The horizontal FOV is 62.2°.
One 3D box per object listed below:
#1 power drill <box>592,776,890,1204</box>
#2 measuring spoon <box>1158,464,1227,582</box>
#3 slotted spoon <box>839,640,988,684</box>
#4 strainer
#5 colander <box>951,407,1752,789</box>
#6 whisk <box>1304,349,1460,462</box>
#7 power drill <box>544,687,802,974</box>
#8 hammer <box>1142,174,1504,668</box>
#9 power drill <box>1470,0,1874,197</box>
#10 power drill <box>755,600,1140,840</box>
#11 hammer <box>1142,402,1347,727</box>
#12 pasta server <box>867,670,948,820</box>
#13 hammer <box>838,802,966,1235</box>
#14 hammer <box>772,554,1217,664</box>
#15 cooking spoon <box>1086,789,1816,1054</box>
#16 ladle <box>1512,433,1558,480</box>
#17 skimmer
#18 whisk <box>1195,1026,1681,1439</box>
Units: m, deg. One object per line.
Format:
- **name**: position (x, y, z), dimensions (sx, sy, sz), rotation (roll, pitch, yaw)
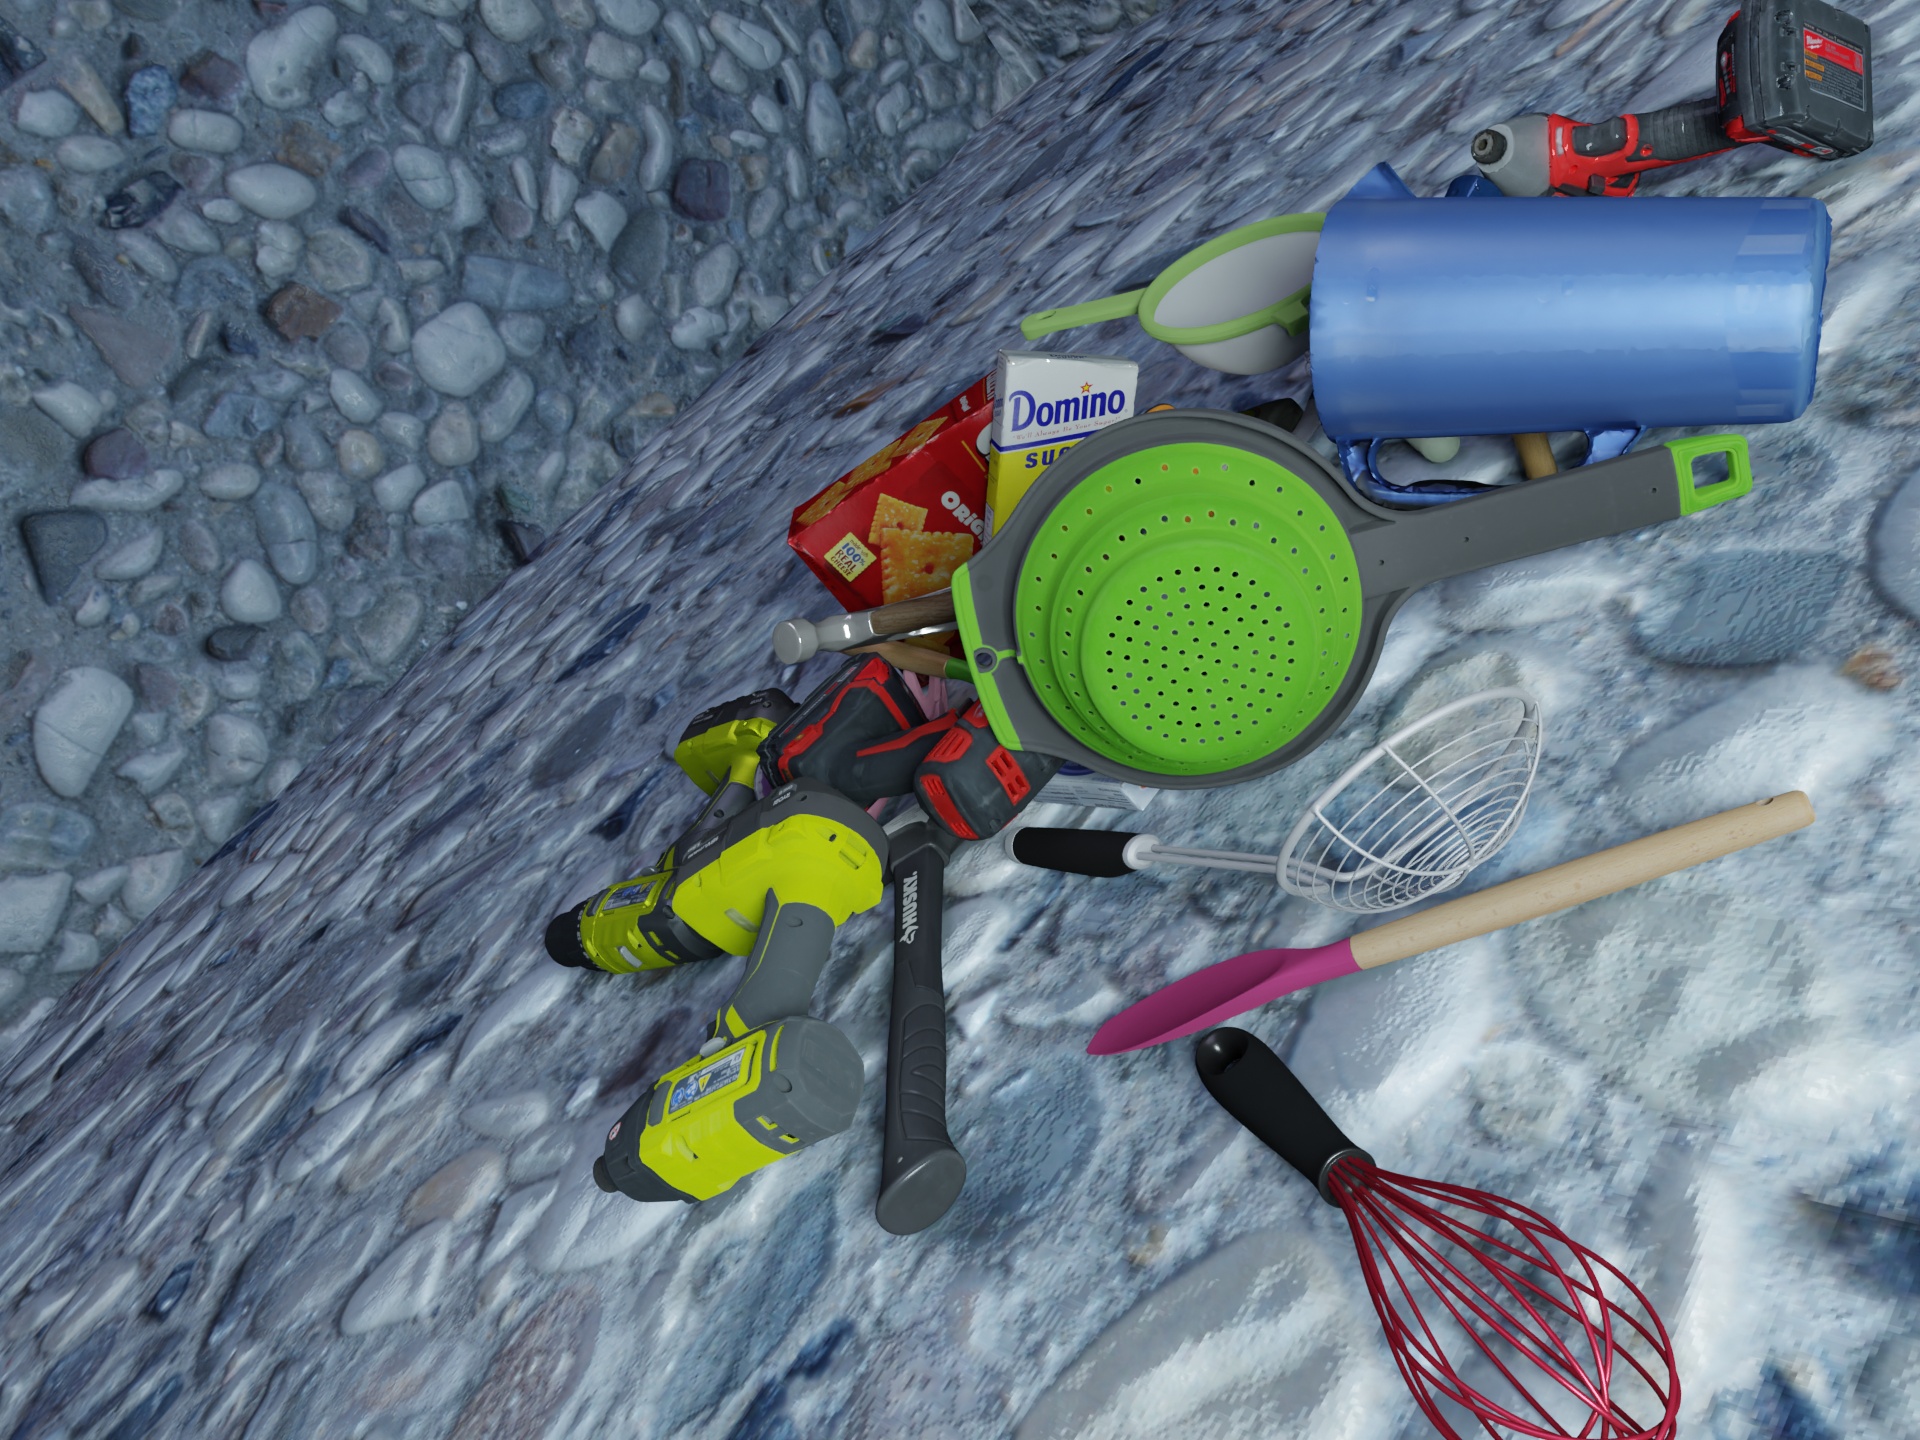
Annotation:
- **power drill**: position (-0.120, 0.151, 0.873), dimensions (0.171, 0.080, 0.223), rotation (-31, 31, 29)
- **measuring spoon**: position (0.169, -0.146, 1.106), dimensions (0.124, 0.018, 0.034), rotation (-61, 25, 8)
- **slotted spoon**: position (-0.022, -0.043, 1.131), dimensions (0.314, 0.031, 0.070), rotation (15, 52, 44)
- **strainer**: position (0.158, -0.272, 1.099), dimensions (0.256, 0.069, 0.151), rotation (-2, 42, 38)
- **colander**: position (0.192, -0.065, 0.772), dimensions (0.397, 0.204, 0.094), rotation (-15, 18, 8)
- **whisk**: position (0.285, -0.227, 1.084), dimensions (0.247, 0.057, 0.059), rotation (-104, 25, -60)
- **power drill**: position (-0.205, 0.092, 1.186), dimensions (0.190, 0.080, 0.229), rotation (-16, 35, 43)
- **hammer**: position (0.234, -0.196, 1.038), dimensions (0.405, 0.035, 0.144), rotation (-53, 26, -9)
- **power drill**: position (0.445, -0.380, 1.017), dimensions (0.143, 0.078, 0.220), rotation (-1, -1, -35)
- **power drill**: position (-0.002, -0.003, 0.978), dimensions (0.227, 0.080, 0.188), rotation (-6, 34, 52)
- **hammer**: position (0.154, -0.122, 0.981), dimensions (0.127, 0.034, 0.337), rotation (-39, 27, 20)
- **pasta server**: position (-0.079, 0.082, 1.063), dimensions (0.060, 0.040, 0.316), rotation (0, 42, 29)
- **hammer**: position (-0.028, 0.148, 0.873), dimensions (0.146, 0.035, 0.335), rotation (-32, 24, 15)
- **hammer**: position (0.028, -0.080, 1.009), dimensions (0.130, 0.031, 0.331), rotation (-15, 4, -43)
- **cooking spoon**: position (0.191, 0.091, 0.670), dimensions (0.319, 0.017, 0.069), rotation (-25, 5, 28)
- **ladle**: position (0.341, -0.199, 0.973), dimensions (0.069, 0.031, 0.316), rotation (-21, 30, 23)
- **skimmer**: position (0.120, 0.038, 0.773), dimensions (0.127, 0.090, 0.363), rotation (-15, 6, -30)
- **whisk**: position (0.146, 0.169, 0.557), dimensions (0.073, 0.073, 0.296), rotation (-40, 17, -4)
